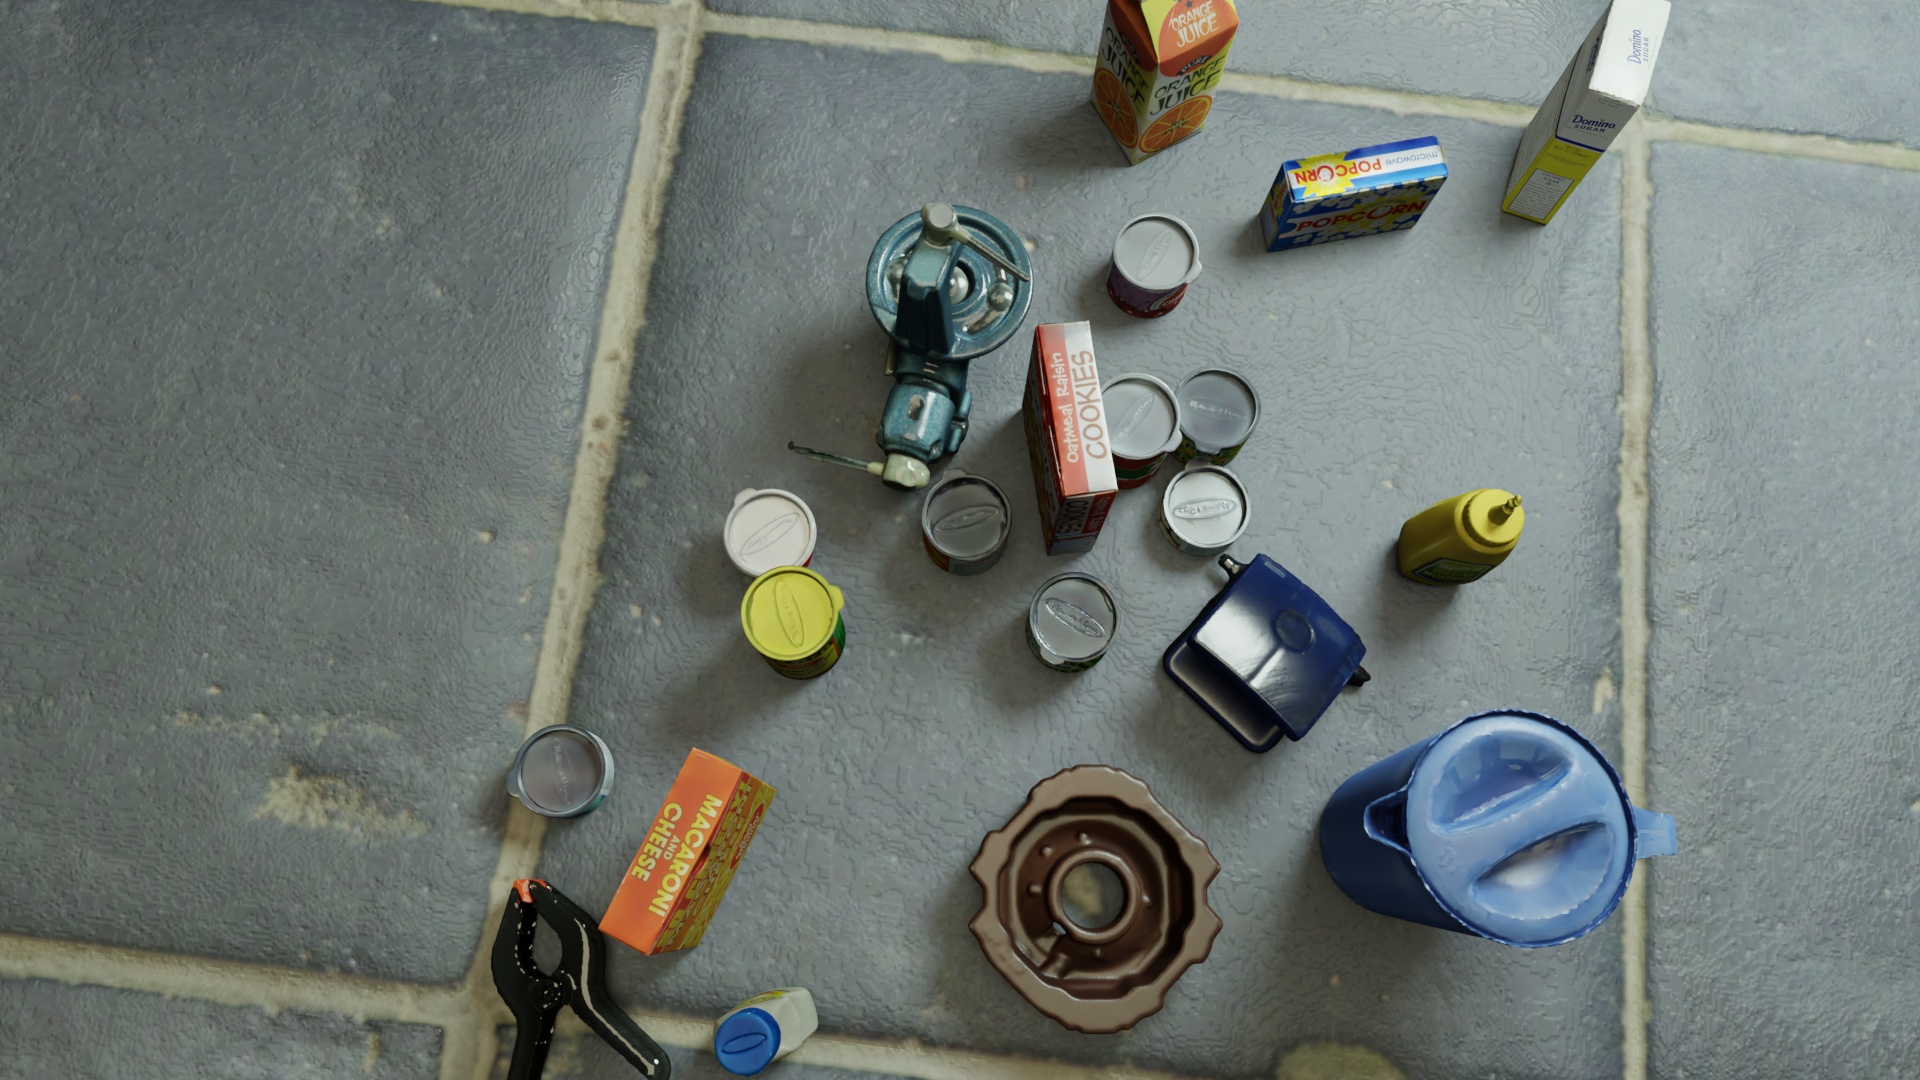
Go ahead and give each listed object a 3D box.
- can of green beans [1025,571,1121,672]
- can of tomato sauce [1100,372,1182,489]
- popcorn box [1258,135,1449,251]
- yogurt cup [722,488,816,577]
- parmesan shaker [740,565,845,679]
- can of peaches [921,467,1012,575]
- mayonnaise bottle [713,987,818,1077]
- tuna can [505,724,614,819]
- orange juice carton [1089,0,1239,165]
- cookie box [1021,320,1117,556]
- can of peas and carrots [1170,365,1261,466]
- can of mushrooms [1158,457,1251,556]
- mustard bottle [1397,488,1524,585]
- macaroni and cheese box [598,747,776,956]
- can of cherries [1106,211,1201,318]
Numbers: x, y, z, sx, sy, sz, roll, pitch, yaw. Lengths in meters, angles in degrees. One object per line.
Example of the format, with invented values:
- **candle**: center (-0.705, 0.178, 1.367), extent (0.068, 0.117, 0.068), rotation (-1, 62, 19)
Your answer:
- **can of green beans**: center (0.082, 0.061, 1.019), extent (0.071, 0.057, 0.071), rotation (0, 76, -1)
- **can of tomato sauce**: center (0.128, -0.080, 1.044), extent (0.071, 0.083, 0.071), rotation (0, 76, -1)
- **popcorn box**: center (0.308, -0.272, 1.096), extent (0.127, 0.085, 0.038), rotation (-11, 76, -4)
- **yogurt cup**: center (-0.139, 0.001, 1.034), extent (0.072, 0.054, 0.072), rotation (0, 76, -1)
- **parmesan shaker**: center (-0.115, 0.060, 0.993), extent (0.071, 0.103, 0.071), rotation (0, 76, -1)
- **can of peaches**: center (0.004, -0.013, 1.037), extent (0.071, 0.058, 0.071), rotation (0, 76, -1)
- **mayonnaise bottle**: center (-0.130, 0.319, 0.902), extent (0.065, 0.147, 0.041), rotation (-16, 77, -5)
- **tuna can**: center (-0.287, 0.168, 0.999), extent (0.071, 0.032, 0.071), rotation (0, 75, -1)
- **orange juice carton**: center (0.156, -0.377, 1.065), extent (0.072, 0.192, 0.073), rotation (-28, 78, -7)
- **cookie box**: center (0.075, -0.068, 0.997), extent (0.040, 0.167, 0.123), rotation (-8, 76, -3)
- **can of peas and carrots**: center (0.190, -0.090, 1.060), extent (0.071, 0.058, 0.071), rotation (0, 76, -1)
- **can of mushrooms**: center (0.185, -0.025, 1.056), extent (0.071, 0.033, 0.071), rotation (0, 75, -1)
- **mustard bottle**: center (0.361, -0.005, 0.988), extent (0.065, 0.160, 0.049), rotation (7, 76, 1)
- **macaroni and cheese box**: center (-0.175, 0.207, 0.921), extent (0.040, 0.166, 0.124), rotation (25, 77, 5)
- **can of cherries**: center (0.152, -0.214, 1.092), extent (0.071, 0.058, 0.071), rotation (0, 76, -1)
